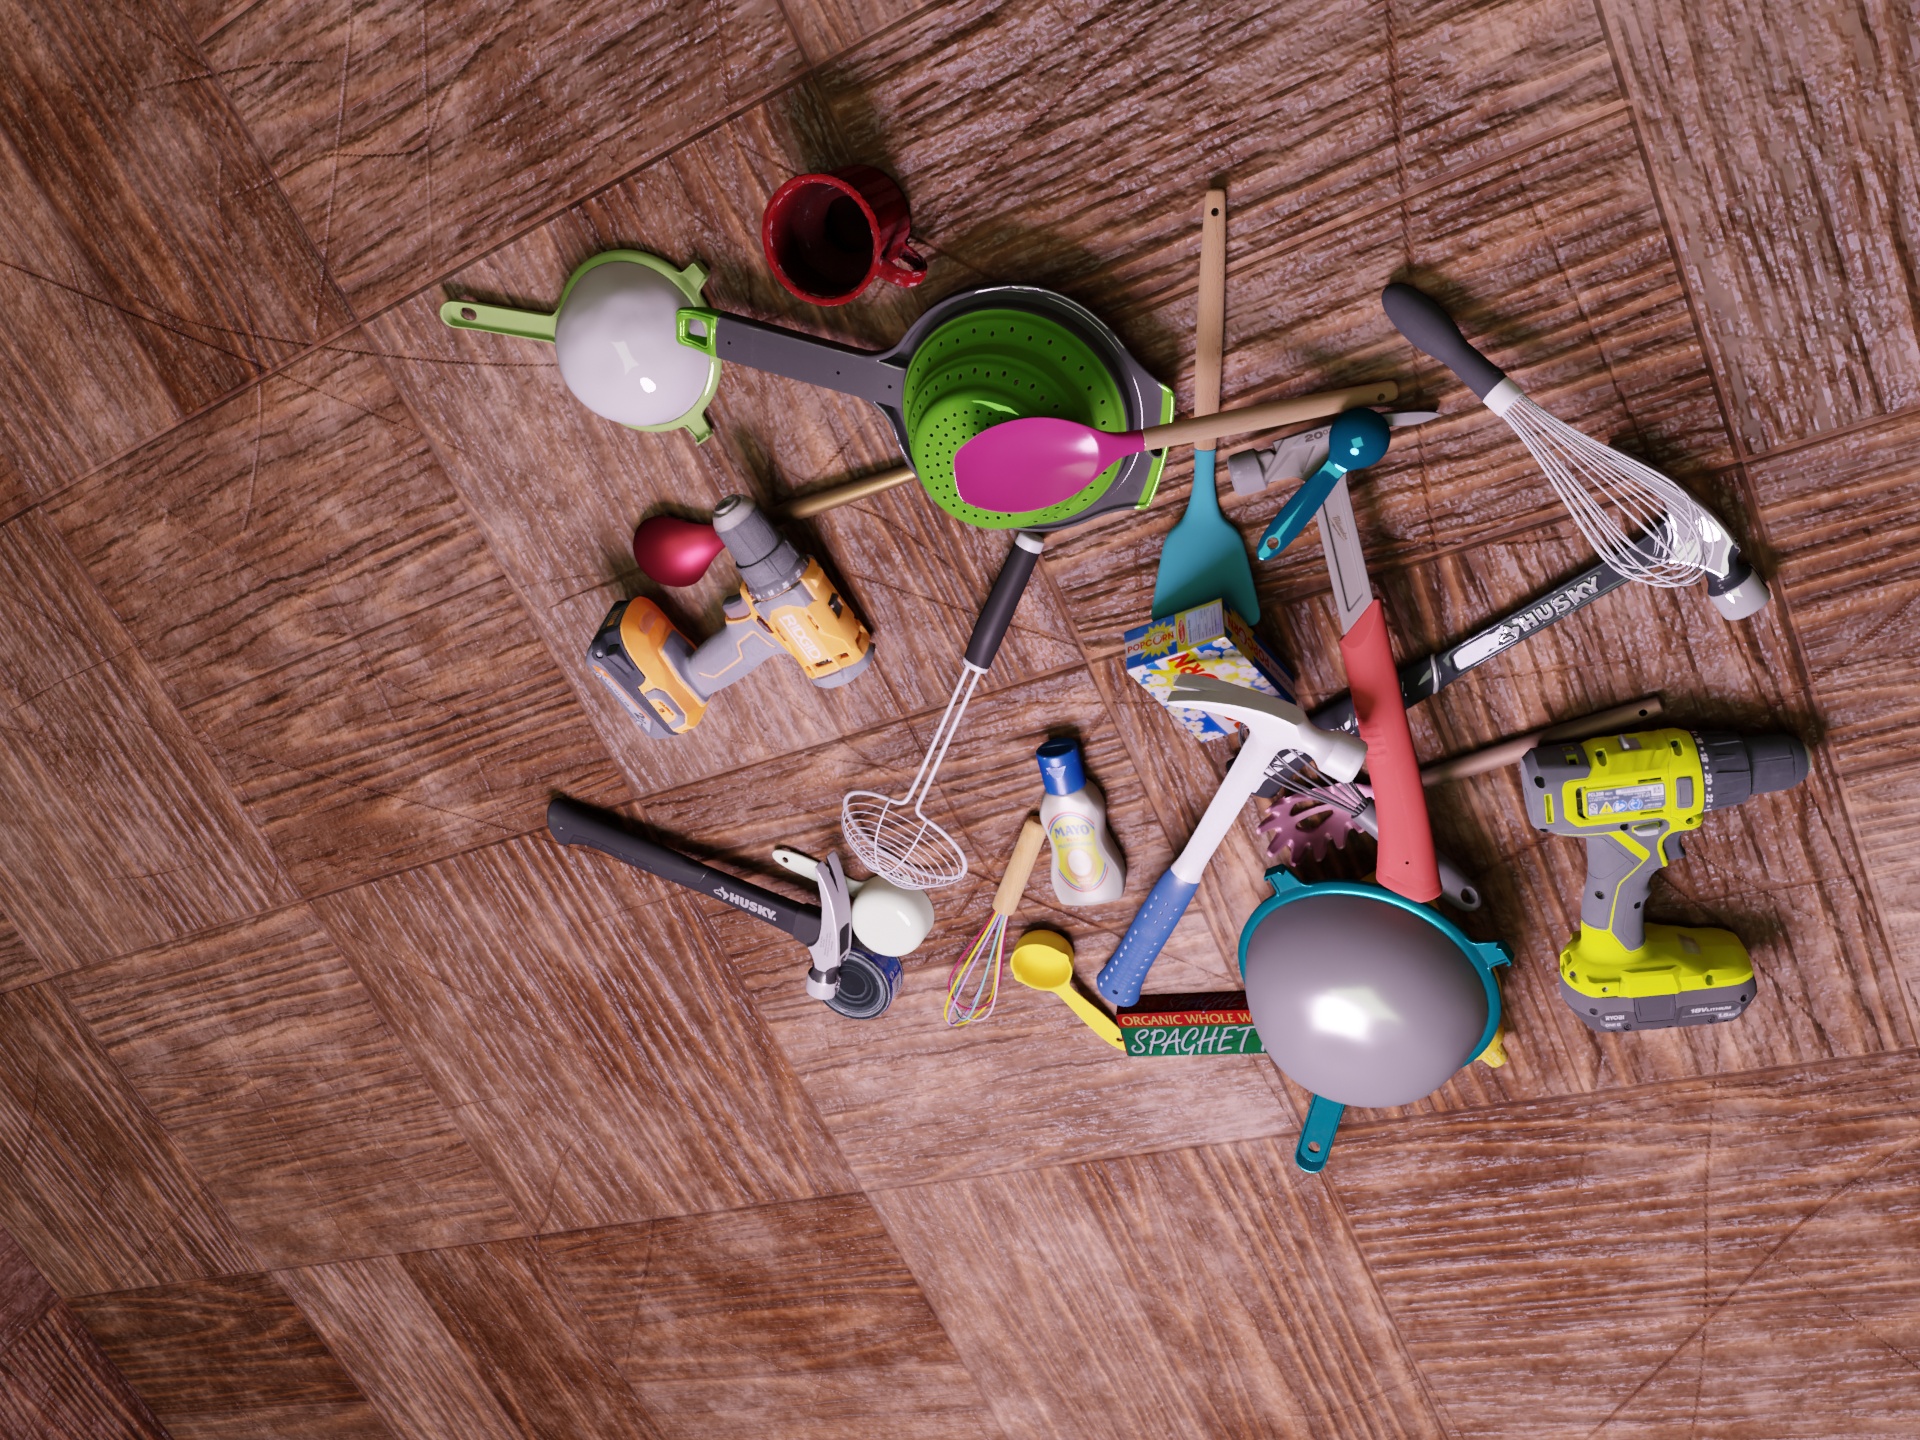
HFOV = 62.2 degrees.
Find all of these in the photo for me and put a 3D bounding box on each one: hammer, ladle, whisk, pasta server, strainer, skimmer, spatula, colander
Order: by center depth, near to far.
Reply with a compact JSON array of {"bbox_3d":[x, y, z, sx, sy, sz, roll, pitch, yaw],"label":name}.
[{"bbox_3d":[0.386,-0.194,1.060,0.285,0.070,0.070,48,125,12],"label":"whisk"},{"bbox_3d":[0.182,-0.221,1.158,0.082,0.044,0.317,0,117,5],"label":"spatula"},{"bbox_3d":[0.309,-0.041,1.160,0.149,0.037,0.359,-13,101,15],"label":"hammer"},{"bbox_3d":[-0.046,-0.232,1.182,0.397,0.094,0.204,17,131,11],"label":"colander"},{"bbox_3d":[0.367,-0.048,1.185,0.409,0.036,0.149,-33,100,33],"label":"hammer"},{"bbox_3d":[0.309,0.071,1.226,0.239,0.055,0.055,39,124,-4],"label":"whisk"},{"bbox_3d":[0.380,0.042,1.228,0.316,0.040,0.060,-22,103,29],"label":"pasta server"},{"bbox_3d":[0.181,0.114,1.286,0.144,0.035,0.405,27,139,6],"label":"hammer"},{"bbox_3d":[0.306,0.284,1.292,0.211,0.095,0.340,19,130,18],"label":"strainer"},{"bbox_3d":[-0.323,-0.309,1.296,0.256,0.069,0.151,12,121,14],"label":"strainer"},{"bbox_3d":[-0.152,-0.171,1.332,0.315,0.031,0.069,-14,116,26],"label":"ladle"},{"bbox_3d":[-0.002,-0.004,1.362,0.127,0.090,0.363,28,114,9],"label":"skimmer"},{"bbox_3d":[0.035,0.187,1.451,0.047,0.051,0.244,14,120,-10],"label":"whisk"},{"bbox_3d":[-0.254,0.143,1.521,0.335,0.035,0.146,20,120,18],"label":"hammer"}]

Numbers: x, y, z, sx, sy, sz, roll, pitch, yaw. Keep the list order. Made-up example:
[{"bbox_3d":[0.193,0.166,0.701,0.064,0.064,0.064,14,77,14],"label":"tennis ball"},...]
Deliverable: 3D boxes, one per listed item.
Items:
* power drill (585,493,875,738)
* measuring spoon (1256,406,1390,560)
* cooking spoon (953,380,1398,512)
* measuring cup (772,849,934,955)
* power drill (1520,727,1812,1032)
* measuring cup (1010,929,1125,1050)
[{"bbox_3d":[-0.210,-0.087,1.351,0.226,0.084,0.185,-18,125,26],"label":"power drill"},{"bbox_3d":[0.250,-0.162,1.109,0.042,0.021,0.128,38,106,0],"label":"measuring spoon"},{"bbox_3d":[0.151,-0.200,1.109,0.319,0.017,0.068,-12,121,-4],"label":"cooking spoon"},{"bbox_3d":[-0.107,0.167,1.491,0.167,0.038,0.083,24,124,5],"label":"measuring cup"},{"bbox_3d":[0.526,0.111,1.180,0.190,0.080,0.228,-8,114,13],"label":"power drill"},{"bbox_3d":[0.108,0.249,1.466,0.062,0.029,0.156,-31,115,32],"label":"measuring cup"}]
